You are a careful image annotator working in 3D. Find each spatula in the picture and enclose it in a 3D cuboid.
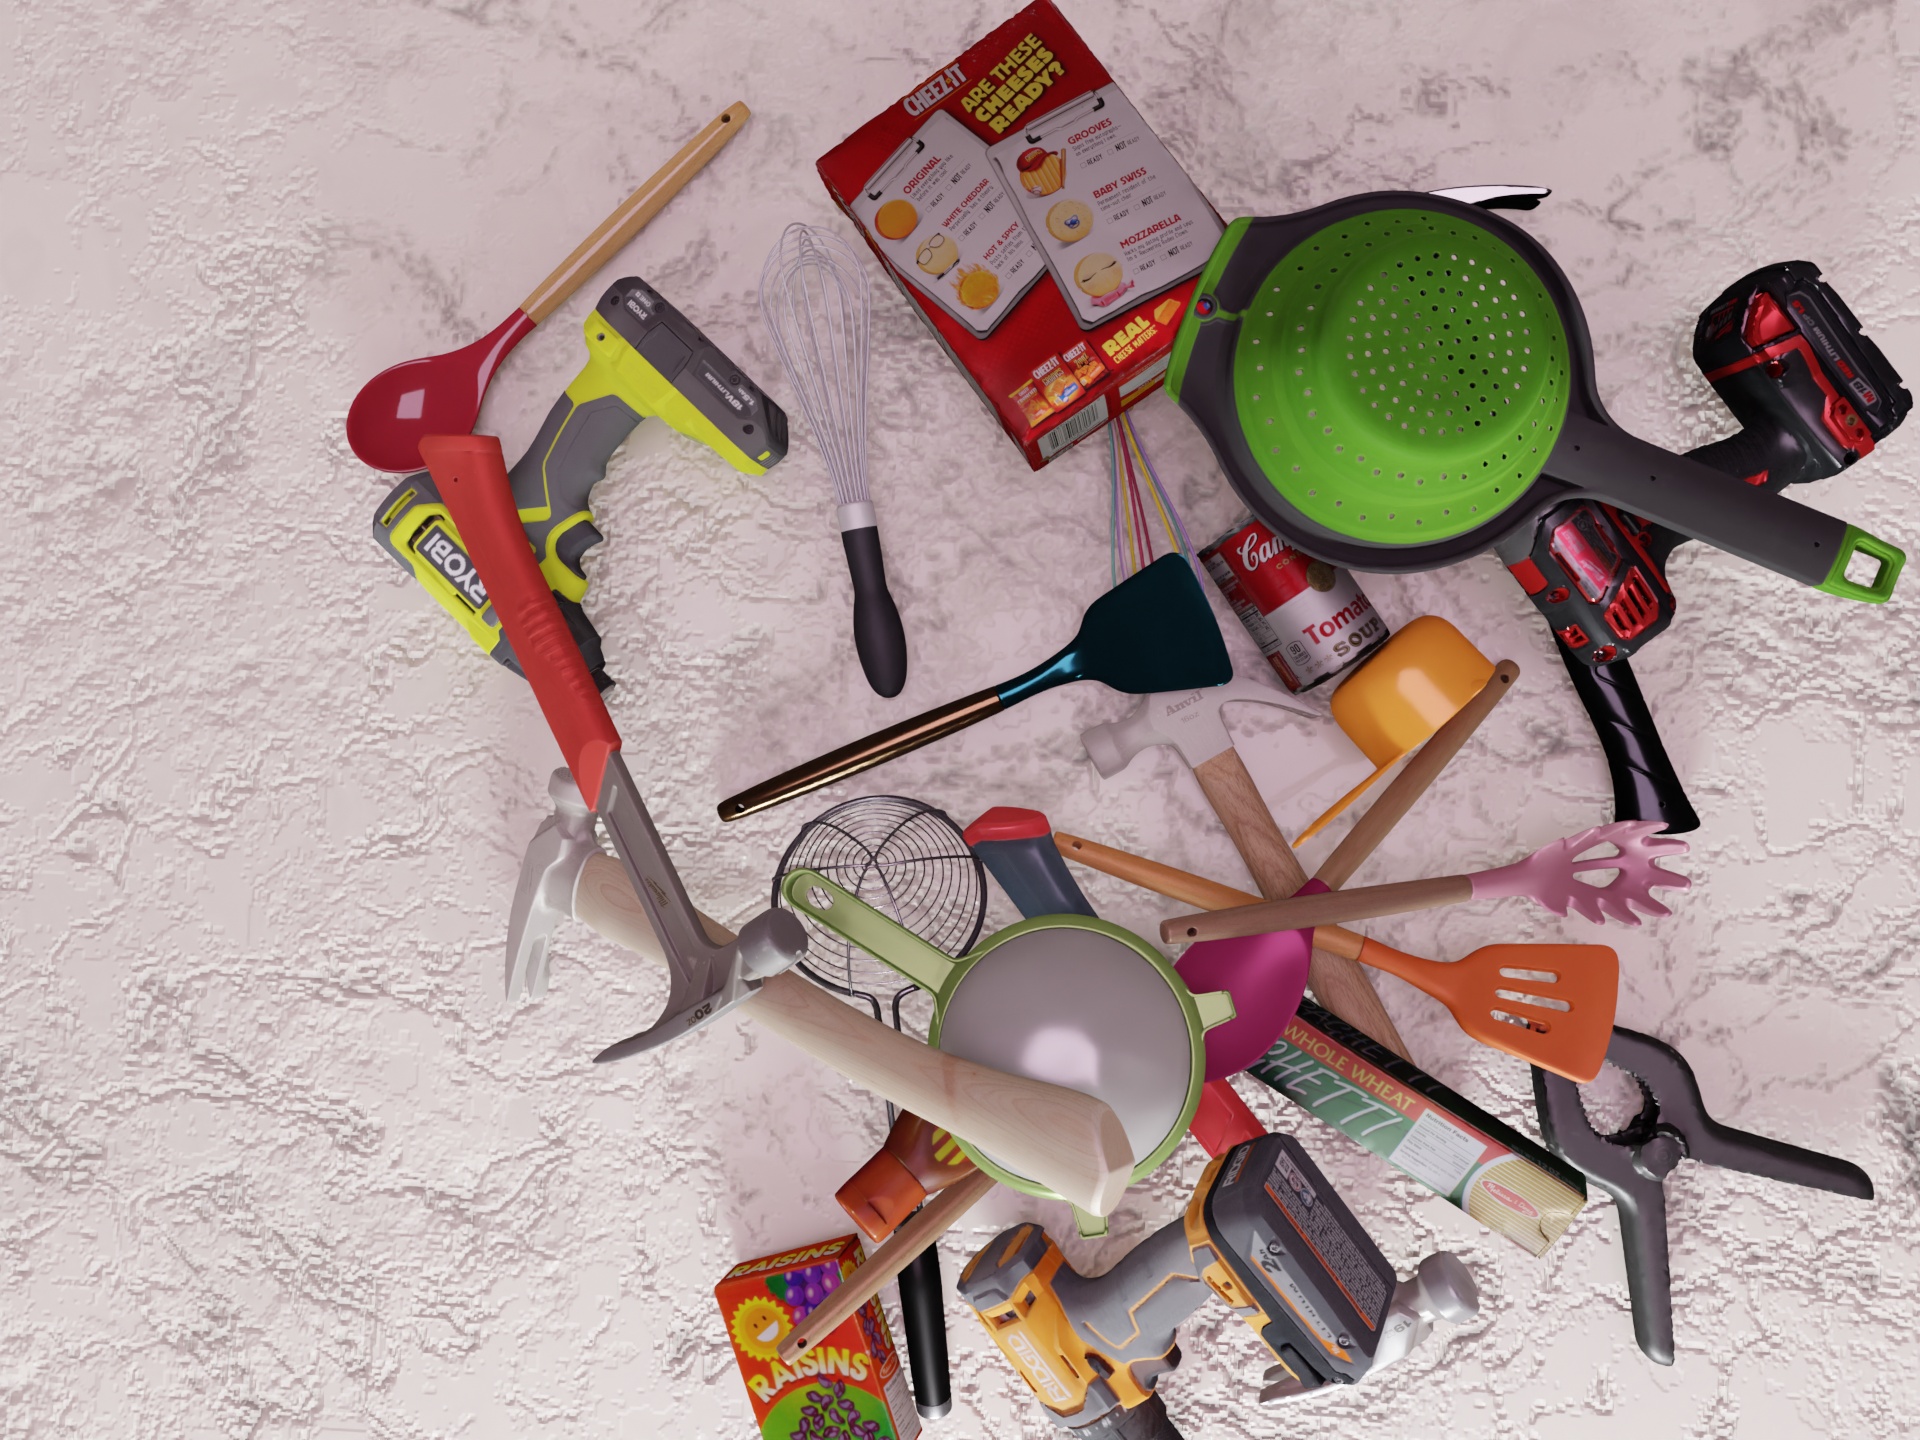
[{"bbox_3d":[0.019,0.254,0.917,0.316,0.018,0.060,-40,90,-15],"label":"spatula"},{"bbox_3d":[0.206,0.118,0.903,0.322,0.041,0.081,19,69,4],"label":"spatula"},{"bbox_3d":[-0.001,-0.003,0.935,0.317,0.044,0.082,-23,101,7],"label":"spatula"}]

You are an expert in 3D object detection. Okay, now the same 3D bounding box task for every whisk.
[{"bbox_3d":[0.095,-0.161,0.945,0.051,0.047,0.245,-14,84,4],"label":"whisk"},{"bbox_3d":[-0.067,-0.153,0.945,0.070,0.070,0.284,-11,94,2],"label":"whisk"}]

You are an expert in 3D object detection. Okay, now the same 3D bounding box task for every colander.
[{"bbox_3d":[0.305,-0.149,0.803,0.397,0.094,0.204,22,90,1],"label":"colander"}]

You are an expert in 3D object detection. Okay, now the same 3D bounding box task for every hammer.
[{"bbox_3d":[0.341,-0.122,0.935,0.149,0.036,0.409,-23,89,1],"label":"hammer"},{"bbox_3d":[0.120,0.215,0.907,0.143,0.038,0.386,-38,92,22],"label":"hammer"},{"bbox_3d":[-0.093,0.161,0.850,0.411,0.038,0.146,22,101,31],"label":"hammer"},{"bbox_3d":[0.207,0.120,0.940,0.130,0.031,0.331,-30,89,2],"label":"hammer"},{"bbox_3d":[-0.215,0.003,0.868,0.149,0.036,0.359,-33,79,28],"label":"hammer"}]

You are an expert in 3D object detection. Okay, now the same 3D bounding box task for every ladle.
[{"bbox_3d":[-0.245,-0.265,0.965,0.315,0.031,0.069,-44,86,0],"label":"ladle"}]

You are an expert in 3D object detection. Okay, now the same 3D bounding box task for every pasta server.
[{"bbox_3d":[0.260,0.097,0.877,0.316,0.040,0.060,-6,95,-17],"label":"pasta server"}]

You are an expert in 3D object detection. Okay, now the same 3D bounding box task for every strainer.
[{"bbox_3d":[0.007,0.149,0.838,0.256,0.069,0.151,31,88,11],"label":"strainer"}]

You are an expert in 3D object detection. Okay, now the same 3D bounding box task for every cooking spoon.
[{"bbox_3d":[0.221,0.076,0.900,0.069,0.017,0.319,43,74,6],"label":"cooking spoon"}]

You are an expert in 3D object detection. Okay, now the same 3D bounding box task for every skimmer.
[{"bbox_3d":[-0.034,0.229,0.950,0.127,0.090,0.363,-6,99,-1],"label":"skimmer"}]

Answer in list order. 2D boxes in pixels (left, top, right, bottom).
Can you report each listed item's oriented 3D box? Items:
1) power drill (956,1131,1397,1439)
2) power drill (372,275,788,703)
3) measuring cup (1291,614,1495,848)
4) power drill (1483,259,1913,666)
[{"bbox_3d":[0.128,0.342,0.880,0.226,0.084,0.185,-36,92,34],"label":"power drill"},{"bbox_3d":[-0.213,-0.132,0.940,0.171,0.080,0.223,44,95,3],"label":"power drill"},{"bbox_3d":[0.225,0.004,0.892,0.173,0.095,0.052,-38,85,-27],"label":"measuring cup"},{"bbox_3d":[0.394,-0.148,0.885,0.219,0.078,0.143,-38,91,-2],"label":"power drill"}]
